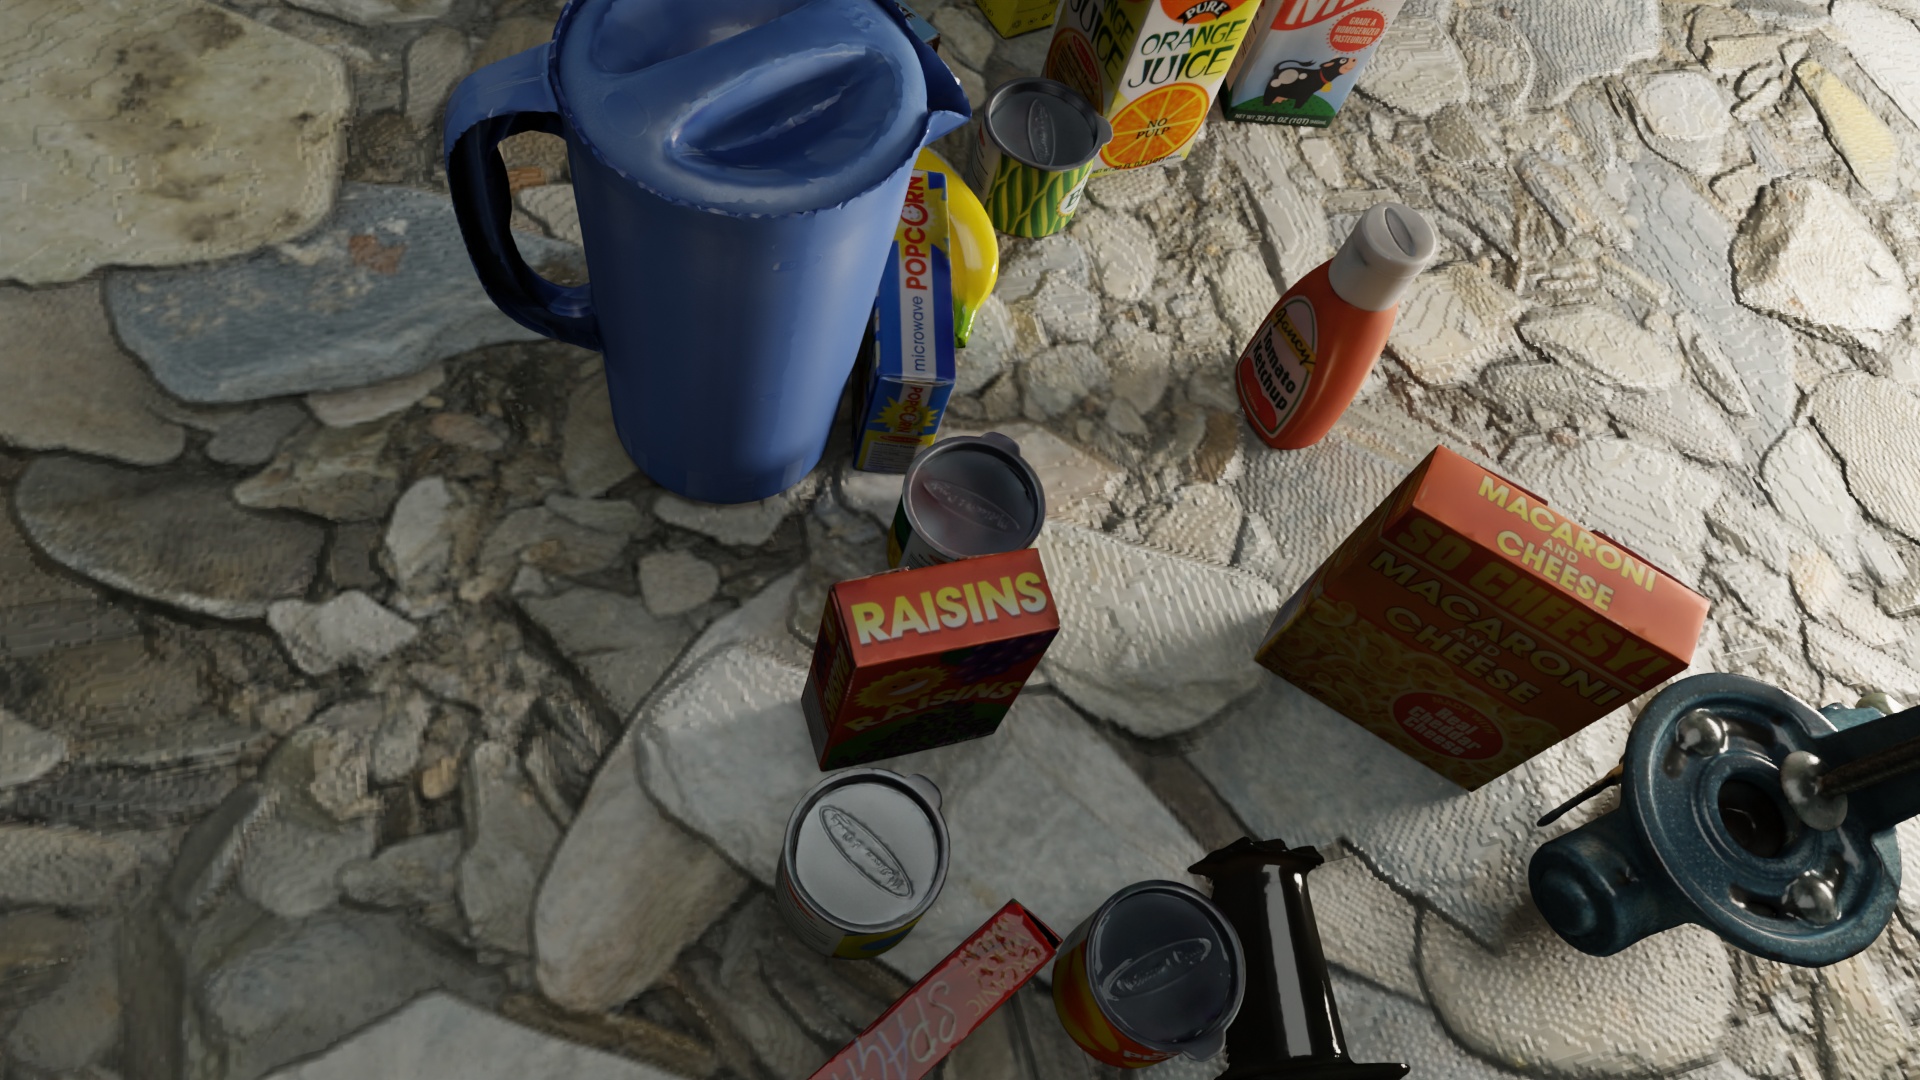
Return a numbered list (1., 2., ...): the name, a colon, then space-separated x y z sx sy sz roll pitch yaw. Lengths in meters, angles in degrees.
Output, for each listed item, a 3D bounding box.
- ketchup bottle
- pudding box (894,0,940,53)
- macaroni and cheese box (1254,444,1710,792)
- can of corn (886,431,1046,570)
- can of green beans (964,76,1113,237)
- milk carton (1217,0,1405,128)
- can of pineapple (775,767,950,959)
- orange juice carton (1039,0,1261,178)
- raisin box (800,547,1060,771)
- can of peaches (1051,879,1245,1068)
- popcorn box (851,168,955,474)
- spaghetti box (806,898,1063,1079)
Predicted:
1. ketchup bottle: 0.185 -0.107 0.691 0.043 0.148 0.065 -10 66 -17
2. pudding box: -0.052 -0.290 0.792 0.084 0.049 0.030 44 63 12
3. macaroni and cheese box: 0.219 0.040 0.612 0.124 0.165 0.040 31 61 5
4. can of corn: 0.002 -0.008 0.651 0.071 0.058 0.071 5 62 -10
5. can of green beans: 0.039 -0.210 0.765 0.071 0.057 0.071 5 62 -10
6. milk carton: 0.210 -0.329 0.789 0.072 0.189 0.074 0 63 -12
7. can of pineapple: -0.040 0.133 0.569 0.071 0.057 0.071 5 62 -10
8. orange juice carton: 0.106 -0.288 0.744 0.072 0.191 0.073 -16 68 -19
9. raisin box: -0.016 0.051 0.579 0.086 0.122 0.040 -9 66 -17
10. can of peaches: 0.076 0.181 0.569 0.071 0.057 0.071 5 62 -10
11. popcorn box: -0.030 -0.107 0.681 0.038 0.084 0.127 3 62 -11
12. spaghetti box: -0.063 0.226 0.519 0.251 0.050 0.029 -36 75 -26
